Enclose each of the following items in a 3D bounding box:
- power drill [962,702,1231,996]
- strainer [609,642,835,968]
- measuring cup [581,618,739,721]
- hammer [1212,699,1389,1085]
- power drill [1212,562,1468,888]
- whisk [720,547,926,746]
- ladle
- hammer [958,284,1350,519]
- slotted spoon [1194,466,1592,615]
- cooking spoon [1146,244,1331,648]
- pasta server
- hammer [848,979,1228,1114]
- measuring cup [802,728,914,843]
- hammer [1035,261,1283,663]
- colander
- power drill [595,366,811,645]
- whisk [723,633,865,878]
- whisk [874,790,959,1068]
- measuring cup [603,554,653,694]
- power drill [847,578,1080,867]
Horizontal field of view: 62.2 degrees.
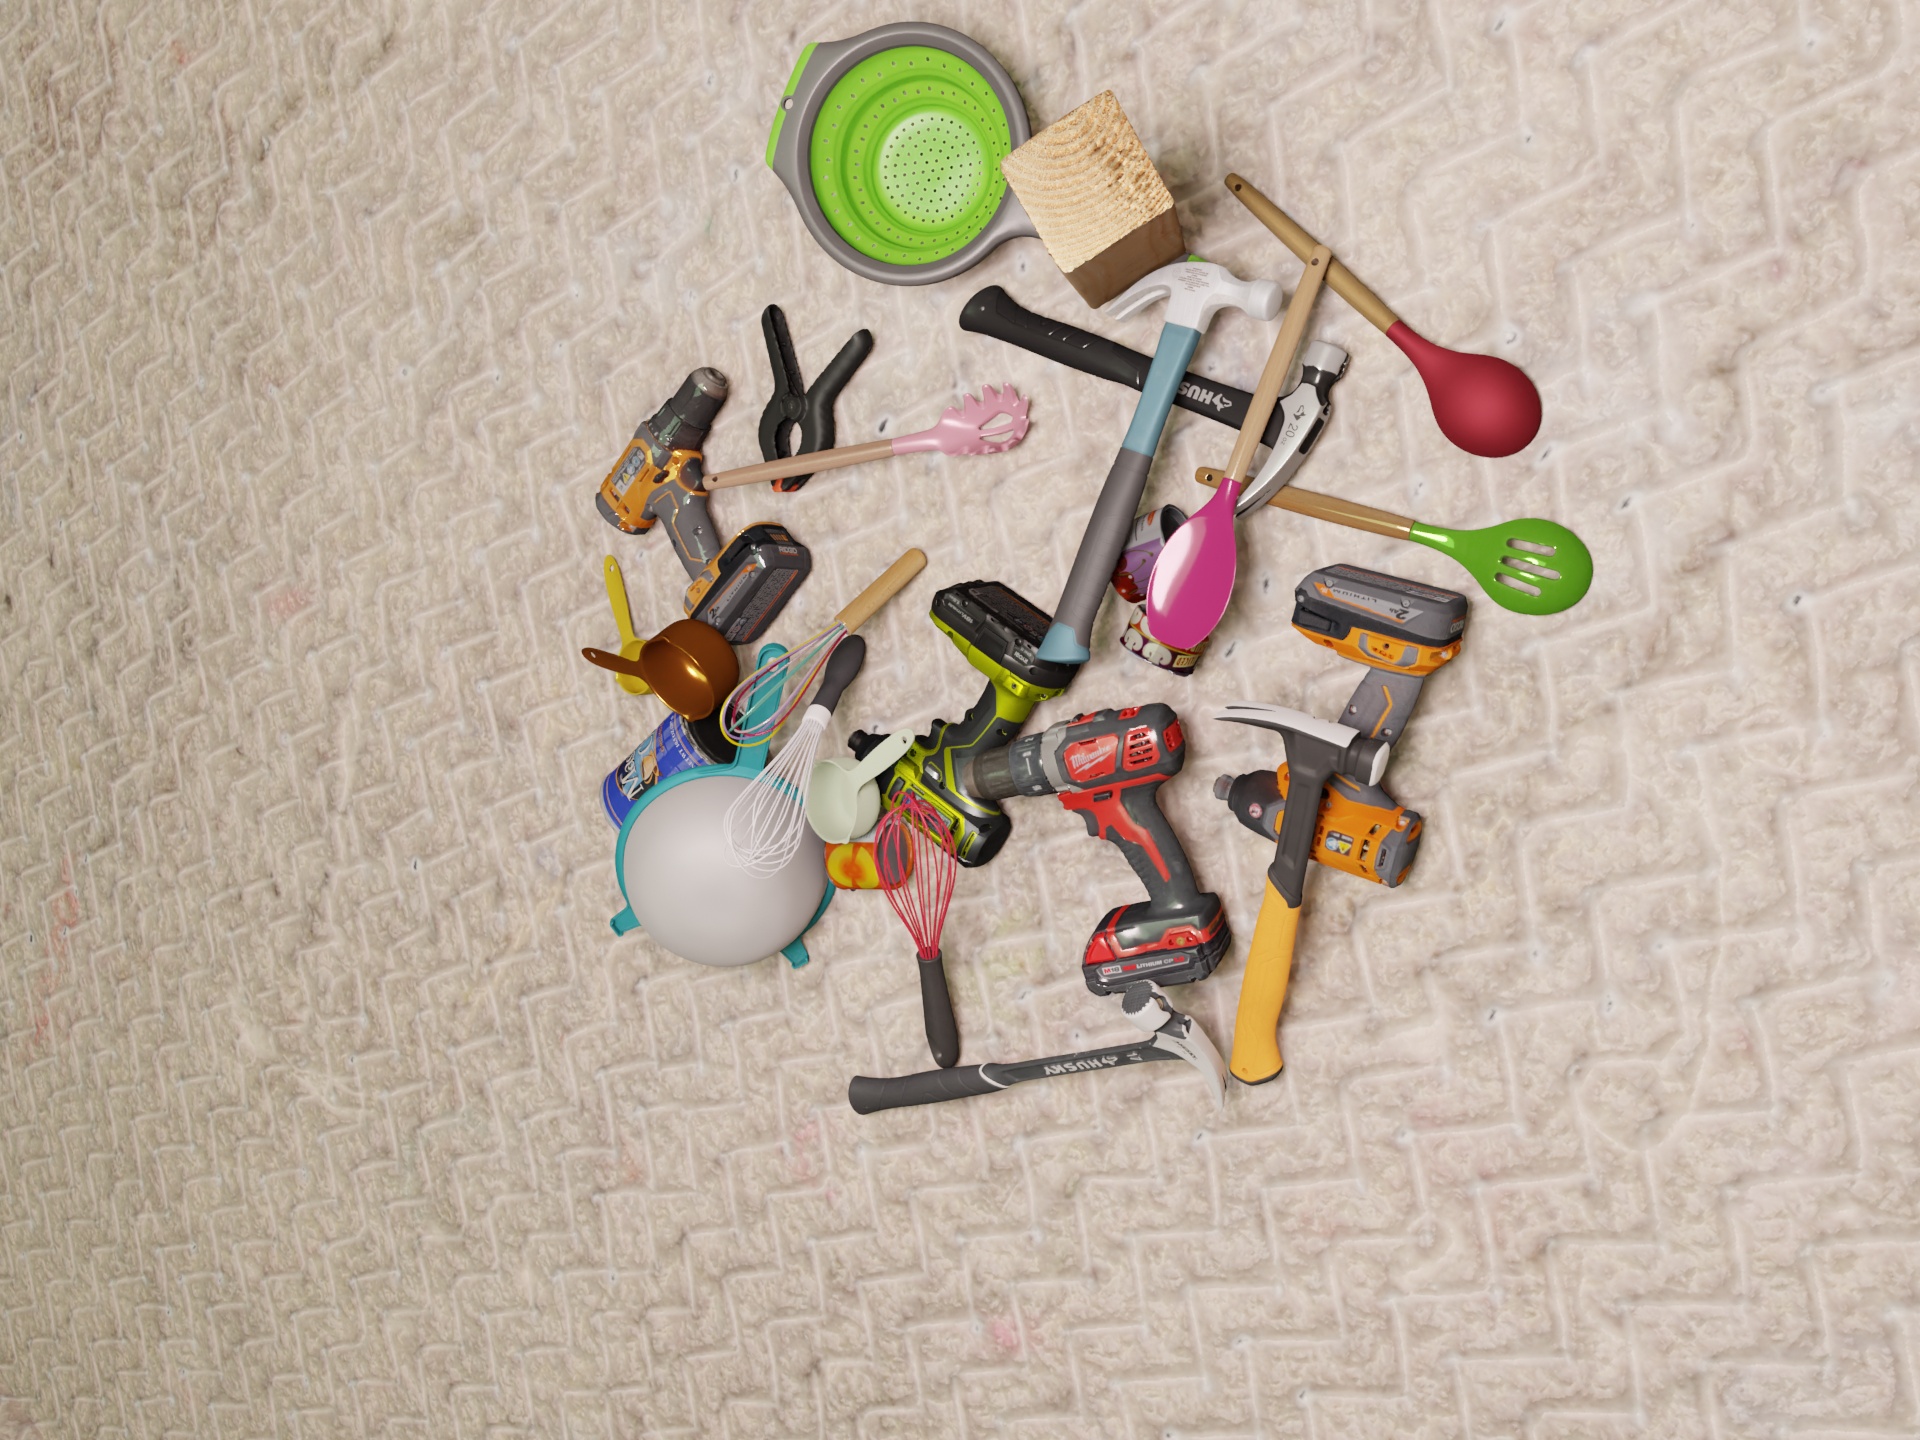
[{"bbox_3d":[0.113,0.106,1.306,0.188,0.080,0.226,-14,100,25],"label":"power drill"},{"bbox_3d":[-0.203,0.098,1.449,0.211,0.095,0.340,12,115,-9],"label":"strainer"},{"bbox_3d":[-0.280,-0.059,1.490,0.174,0.052,0.095,14,132,34],"label":"measuring cup"},{"bbox_3d":[0.241,0.145,1.236,0.127,0.034,0.336,20,123,27],"label":"hammer"},{"bbox_3d":[0.286,0.000,1.219,0.164,0.084,0.226,19,110,28],"label":"power drill"},{"bbox_3d":[-0.117,-0.066,1.399,0.047,0.051,0.245,43,72,9],"label":"whisk"},{"bbox_3d":[0.308,-0.313,1.196,0.316,0.031,0.069,49,117,19],"label":"ladle"},{"bbox_3d":[0.136,-0.280,1.291,0.335,0.035,0.146,28,99,28],"label":"hammer"},{"bbox_3d":[0.319,-0.149,1.210,0.314,0.031,0.070,21,106,29],"label":"slotted spoon"},{"bbox_3d":[0.217,-0.207,1.209,0.069,0.017,0.319,24,97,30],"label":"cooking spoon"},{"bbox_3d":[-0.086,-0.239,1.401,0.316,0.040,0.060,-8,79,17],"label":"pasta server"},{"bbox_3d":[0.050,0.311,1.398,0.409,0.036,0.149,-20,126,40],"label":"hammer"},{"bbox_3d":[-0.078,0.048,1.397,0.167,0.038,0.083,-39,69,41],"label":"measuring cup"},{"bbox_3d":[0.134,-0.197,1.245,0.128,0.033,0.331,25,100,30],"label":"hammer"},{"bbox_3d":[0.039,-0.430,1.319,0.397,0.094,0.204,26,106,7],"label":"colander"},{"bbox_3d":[-0.238,-0.207,1.514,0.185,0.084,0.226,-49,67,24],"label":"power drill"},{"bbox_3d":[-0.138,0.021,1.389,0.070,0.285,0.070,12,138,11],"label":"whisk"},{"bbox_3d":[-0.030,0.192,1.410,0.073,0.073,0.295,10,123,30],"label":"whisk"},{"bbox_3d":[-0.333,-0.098,1.620,0.062,0.029,0.157,-29,70,31],"label":"measuring cup"},{"bbox_3d":[-0.002,-0.004,1.397,0.171,0.080,0.223,37,117,21],"label":"power drill"}]
